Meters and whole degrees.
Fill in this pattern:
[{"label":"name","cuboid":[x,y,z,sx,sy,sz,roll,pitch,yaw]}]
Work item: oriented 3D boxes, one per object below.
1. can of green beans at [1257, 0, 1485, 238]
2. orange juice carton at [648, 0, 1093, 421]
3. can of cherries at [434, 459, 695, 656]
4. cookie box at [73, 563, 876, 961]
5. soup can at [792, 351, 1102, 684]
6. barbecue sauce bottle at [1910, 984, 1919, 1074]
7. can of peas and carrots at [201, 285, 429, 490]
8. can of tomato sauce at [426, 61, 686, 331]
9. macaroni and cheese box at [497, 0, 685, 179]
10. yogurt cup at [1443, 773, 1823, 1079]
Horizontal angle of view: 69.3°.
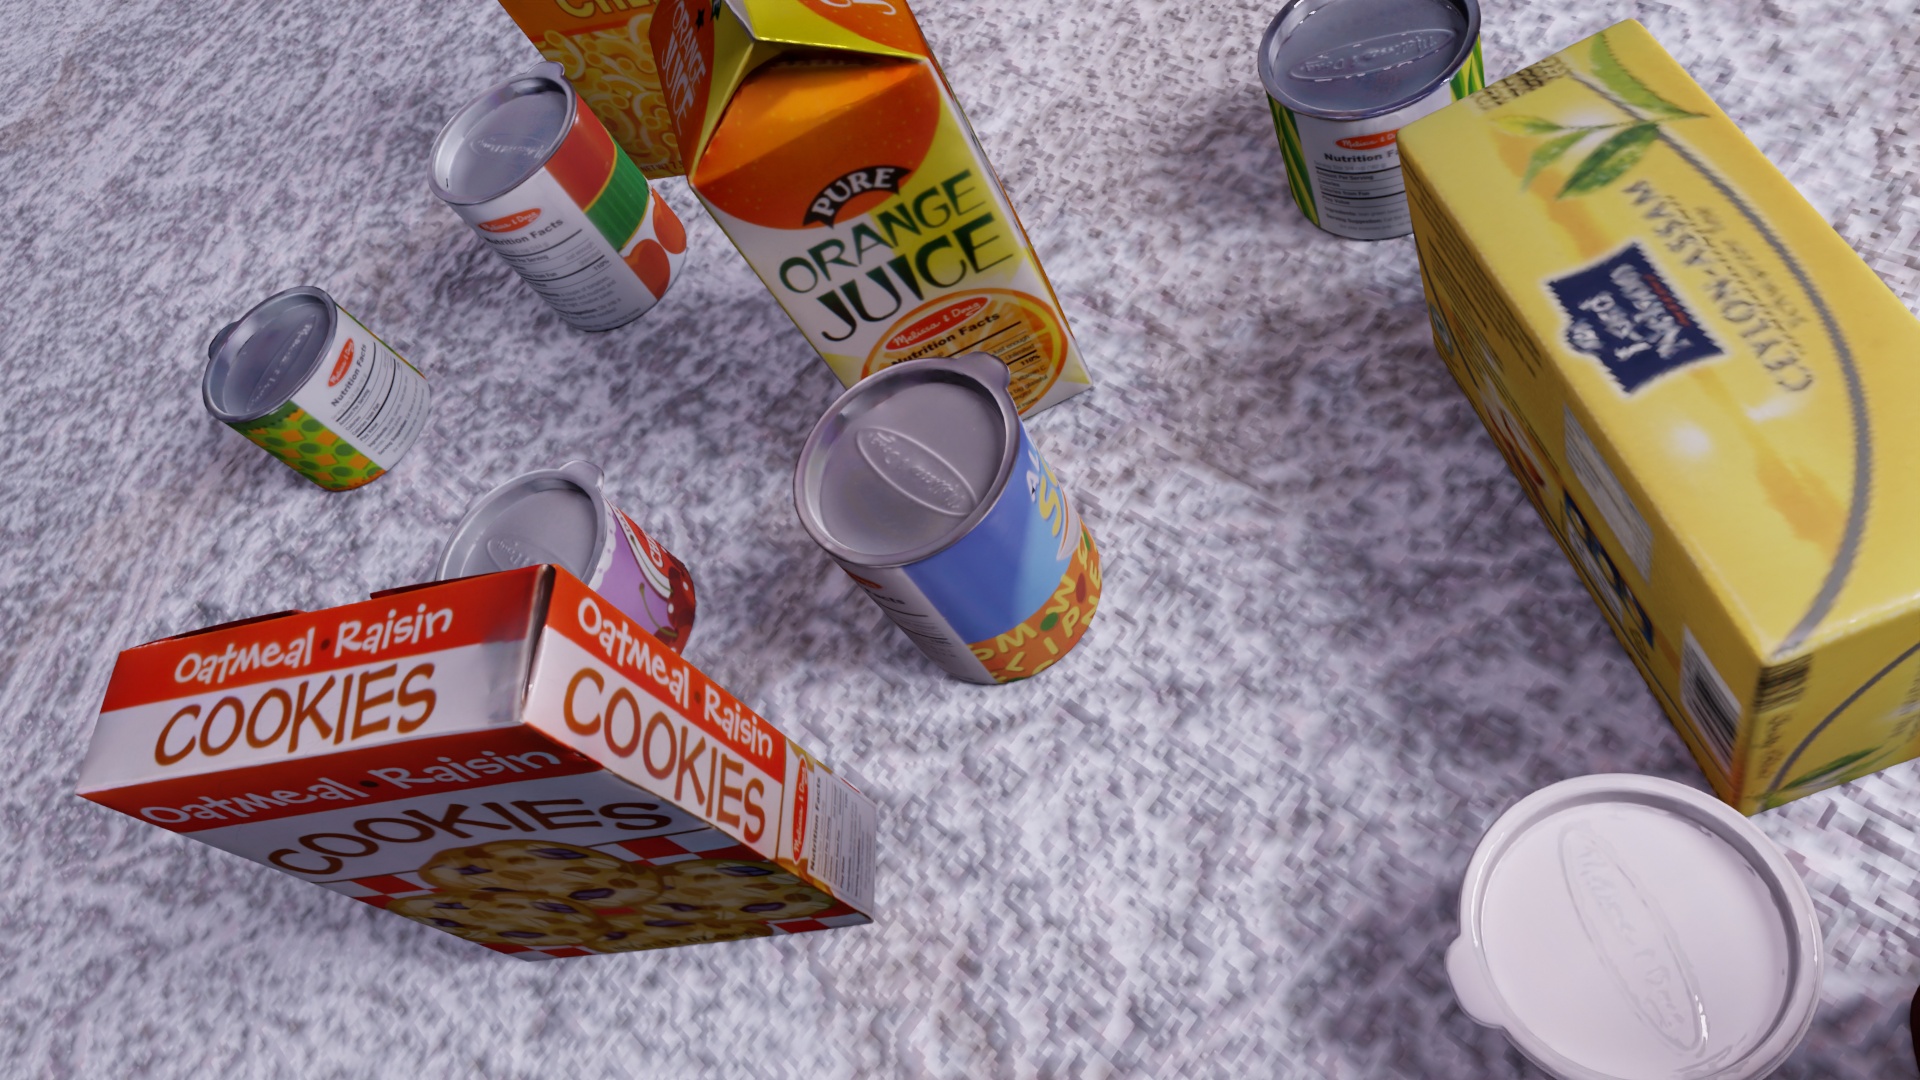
[{"label":"can of green beans","cuboid":[0.134,-0.140,0.445,0.071,0.057,0.071,-11,58,18]},{"label":"orange juice carton","cuboid":[-0.030,-0.108,0.416,0.073,0.192,0.072,-26,54,9]},{"label":"can of cherries","cuboid":[-0.130,0.016,0.471,0.071,0.058,0.072,-11,58,18]},{"label":"cookie box","cuboid":[-0.112,0.067,0.364,0.123,0.167,0.040,-11,58,18]},{"label":"soup can","cuboid":[0.001,-0.005,0.409,0.071,0.083,0.071,-11,58,18]},{"label":"barbecue sauce bottle","cuboid":[0.199,0.084,0.227,0.043,0.148,0.065,-25,55,10]},{"label":"can of peas and carrots","cuboid":[-0.269,-0.062,0.580,0.071,0.058,0.071,-11,58,18]},{"label":"can of tomato sauce","cuboid":[-0.159,-0.136,0.558,0.071,0.083,0.071,-11,58,18]},{"label":"macaroni and cheese box","cuboid":[-0.113,-0.214,0.533,0.123,0.166,0.040,-1,62,24]},{"label":"yogurt cup","cuboid":[0.147,0.091,0.305,0.072,0.053,0.073,-11,58,18]}]
